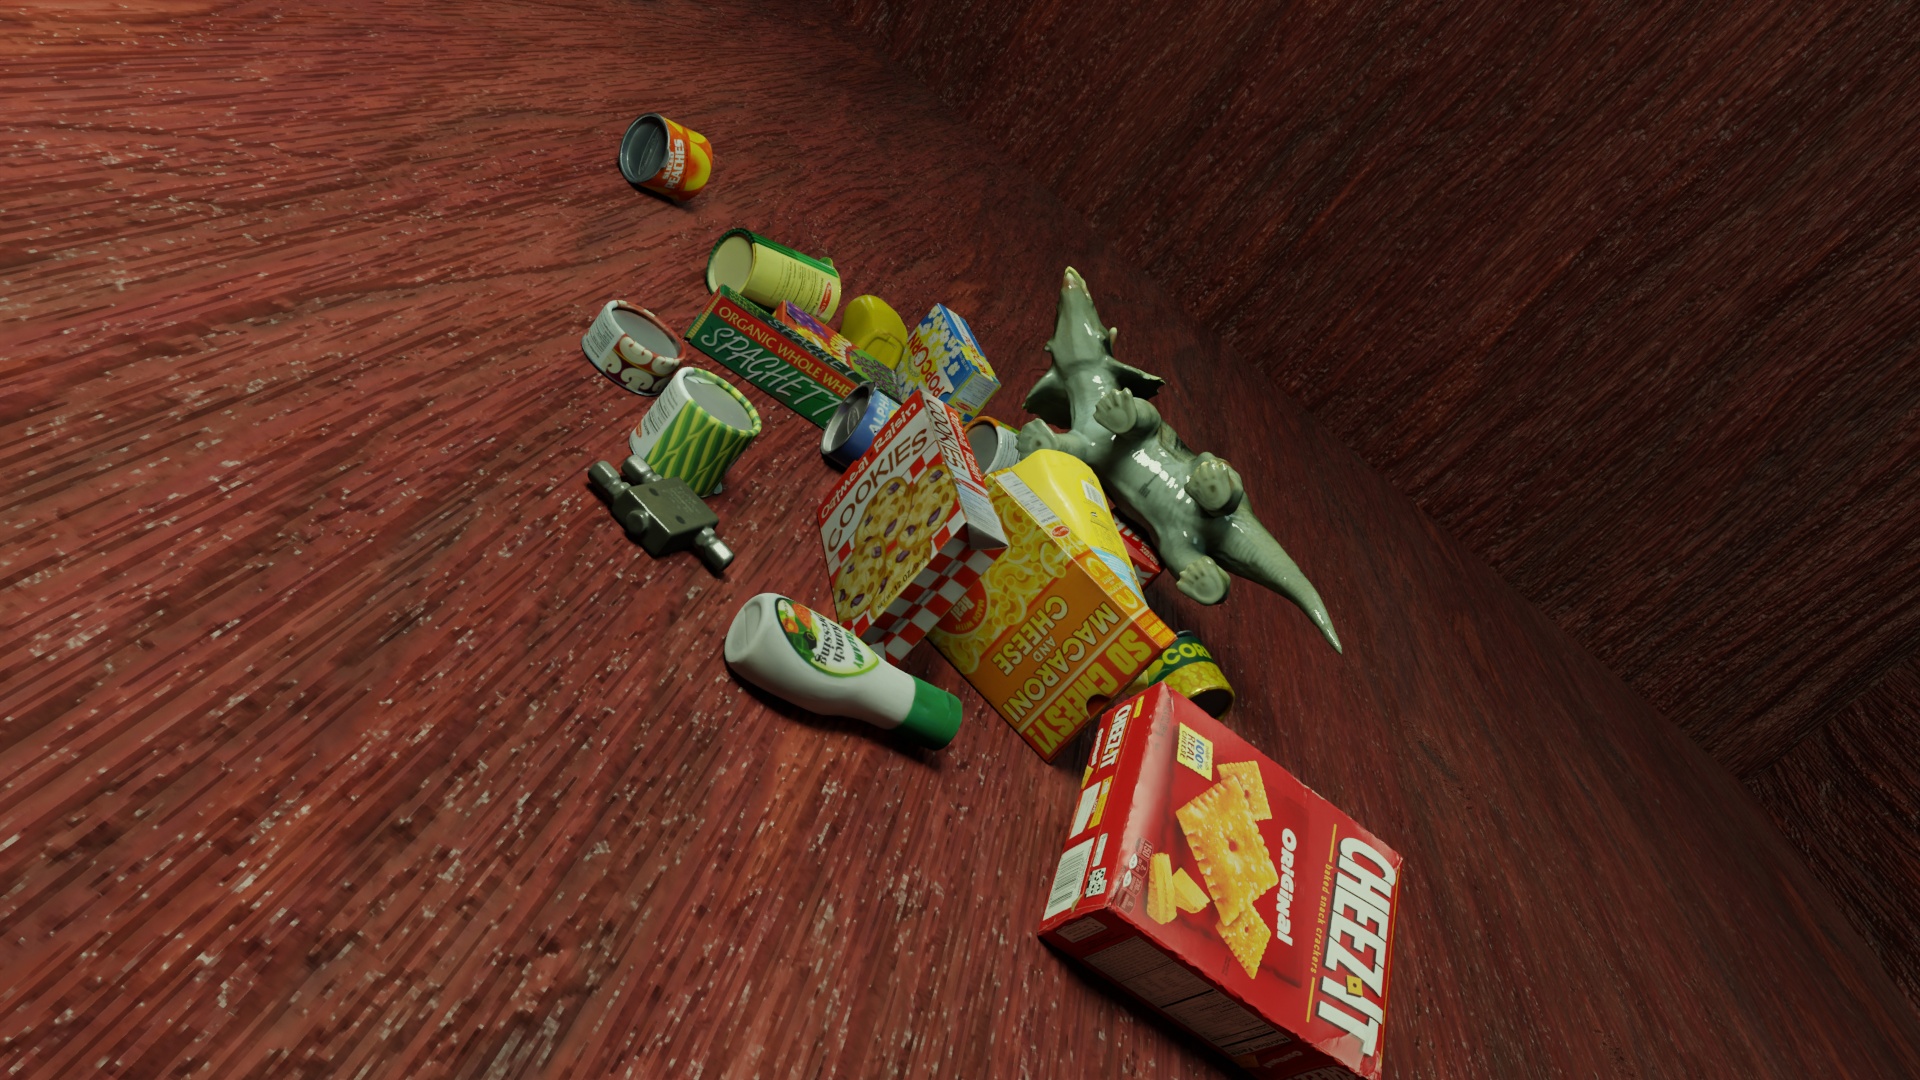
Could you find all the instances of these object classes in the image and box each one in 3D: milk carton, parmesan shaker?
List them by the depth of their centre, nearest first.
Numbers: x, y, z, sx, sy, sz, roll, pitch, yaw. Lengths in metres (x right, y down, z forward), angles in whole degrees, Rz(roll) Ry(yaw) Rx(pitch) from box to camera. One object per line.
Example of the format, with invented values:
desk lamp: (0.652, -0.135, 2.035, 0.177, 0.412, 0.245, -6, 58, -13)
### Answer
parmesan shaker: (-0.164, -0.231, 1.225, 0.103, 0.071, 0.071, 15, 33, -49)
milk carton: (0.143, 0.018, 1.266, 0.073, 0.072, 0.191, 43, 20, 7)

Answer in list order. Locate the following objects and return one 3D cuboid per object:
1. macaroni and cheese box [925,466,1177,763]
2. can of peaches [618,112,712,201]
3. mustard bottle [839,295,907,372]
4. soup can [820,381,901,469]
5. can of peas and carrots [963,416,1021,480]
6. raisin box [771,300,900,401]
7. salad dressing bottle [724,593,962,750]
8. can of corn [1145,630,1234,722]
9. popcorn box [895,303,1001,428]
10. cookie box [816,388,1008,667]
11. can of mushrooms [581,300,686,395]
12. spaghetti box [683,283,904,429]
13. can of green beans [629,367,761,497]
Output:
macaroni and cheese box: (0.046, 0.052, 0.958, 0.166, 0.123, 0.040, 46, 25, 11)
can of peaches: (-0.270, -0.353, 1.284, 0.058, 0.071, 0.071, 11, 37, -55)
mustard bottle: (-0.085, -0.199, 1.311, 0.049, 0.065, 0.161, 29, 20, -20)
soup can: (-0.057, -0.078, 1.106, 0.083, 0.071, 0.072, 32, 23, -24)
can of peas and carrots: (0.031, -0.073, 1.264, 0.059, 0.070, 0.071, 22, 28, -41)
raisin box: (-0.111, -0.145, 1.191, 0.123, 0.040, 0.086, 31, 24, -23)
salad dressing bottle: (-0.066, 0.081, 0.817, 0.147, 0.044, 0.064, 29, 25, -29)
can of corn: (0.184, 0.119, 1.139, 0.071, 0.071, 0.058, 21, 29, -43)
popcorn box: (-0.018, -0.155, 1.306, 0.038, 0.085, 0.127, 28, 24, -35)
cookie box: (-0.038, -0.011, 0.935, 0.040, 0.122, 0.168, 30, 23, -30)
can of mushrooms: (-0.227, -0.135, 0.978, 0.071, 0.033, 0.071, 35, 21, -15)
spaghetti box: (-0.106, -0.120, 1.135, 0.250, 0.050, 0.029, 32, 20, -22)
can of green beans: (-0.173, -0.071, 0.911, 0.071, 0.057, 0.071, 35, 22, -16)
